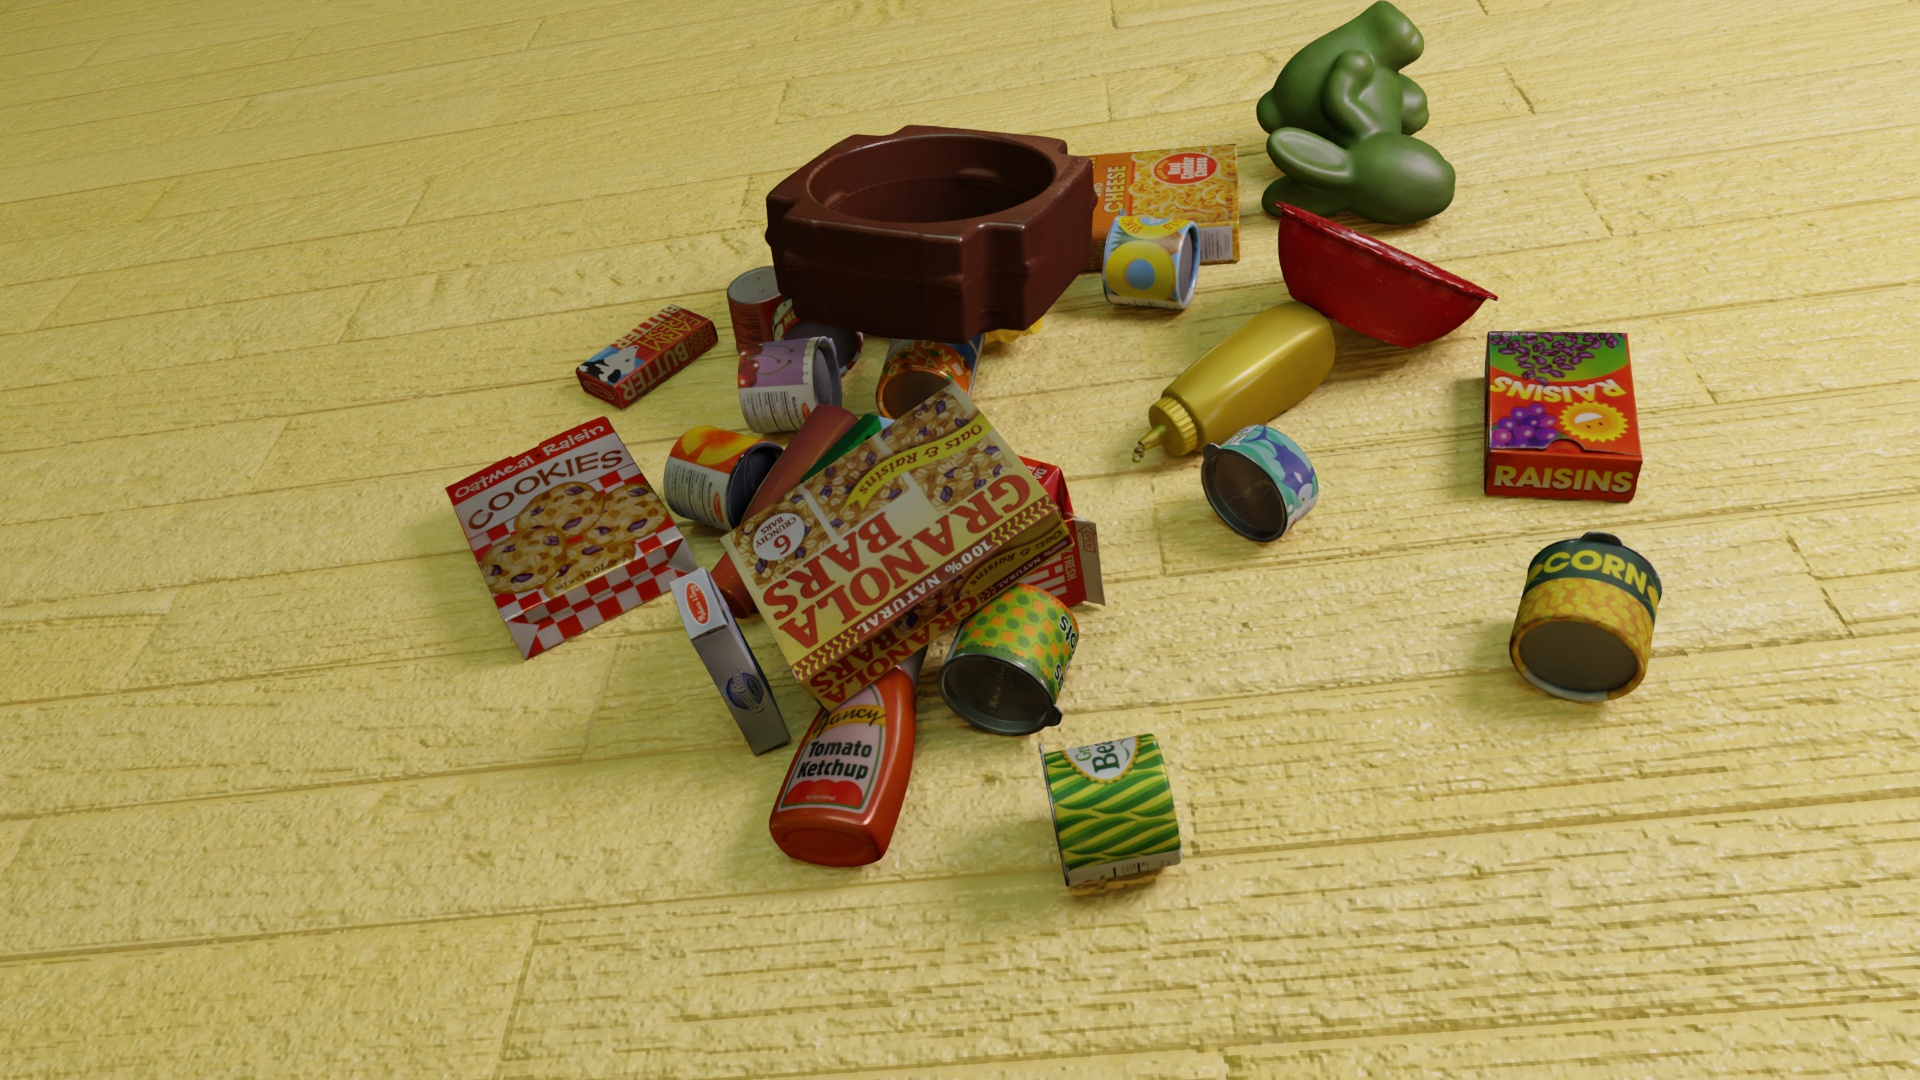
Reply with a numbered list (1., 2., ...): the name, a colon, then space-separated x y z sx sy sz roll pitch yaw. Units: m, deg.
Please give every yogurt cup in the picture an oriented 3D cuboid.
1. yogurt cup: -0.149 -0.179 1.087 0.072 0.053 0.073 -8 42 7

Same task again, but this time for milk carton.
1. milk carton: 0.003 -0.011 0.853 0.191 0.072 0.074 18 51 30

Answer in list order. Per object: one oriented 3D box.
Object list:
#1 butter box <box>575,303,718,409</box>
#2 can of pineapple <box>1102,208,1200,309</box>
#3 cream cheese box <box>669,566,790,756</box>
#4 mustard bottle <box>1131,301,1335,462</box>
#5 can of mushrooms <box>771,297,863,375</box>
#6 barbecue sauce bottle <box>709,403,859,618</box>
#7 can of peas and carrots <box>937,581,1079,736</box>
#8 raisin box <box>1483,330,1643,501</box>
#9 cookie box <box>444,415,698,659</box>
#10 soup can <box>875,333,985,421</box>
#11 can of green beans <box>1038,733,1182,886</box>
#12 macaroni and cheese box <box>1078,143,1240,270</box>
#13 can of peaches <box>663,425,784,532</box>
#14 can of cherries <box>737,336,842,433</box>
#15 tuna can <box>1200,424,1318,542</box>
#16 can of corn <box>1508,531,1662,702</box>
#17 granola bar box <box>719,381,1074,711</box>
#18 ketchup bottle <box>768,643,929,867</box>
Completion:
1. butter box: -0.247 -0.147 1.099 0.053 0.024 0.104 25 54 35
2. can of pineapple: 0.143 -0.210 1.038 0.058 0.070 0.071 9 46 22
3. cream cheese box: -0.128 0.068 0.776 0.024 0.103 0.053 -25 42 -7
4. mustard bottle: 0.173 -0.097 0.914 0.161 0.065 0.049 -32 49 -15
5. can of mushrooms: -0.107 -0.155 1.039 0.071 0.070 0.033 -14 44 -2
6. barbecue sauce bottle: -0.111 -0.017 0.899 0.044 0.064 0.149 18 58 25
7. can of peas and carrots: 0.030 0.066 0.769 0.071 0.070 0.059 6 45 20
8. raisin box: 0.372 -0.080 0.864 0.086 0.039 0.124 4 45 17
9. cookie box: -0.266 -0.009 0.940 0.123 0.040 0.168 -27 44 -15
10. soup can: -0.023 -0.124 0.985 0.071 0.071 0.084 -1 43 13
11. can of green beans: 0.074 0.132 0.685 0.058 0.071 0.071 -11 42 1
12. macaroni and cheese box: 0.141 -0.268 1.125 0.166 0.040 0.124 -1 43 12
13. can of peaches: -0.155 -0.041 0.931 0.058 0.071 0.071 16 49 29
14. can of cherries: -0.122 -0.113 1.001 0.058 0.071 0.072 -4 43 12
15. tuna can: 0.179 -0.037 0.841 0.033 0.070 0.071 -36 47 -26
16. can of corn: 0.324 0.040 0.721 0.071 0.070 0.058 12 48 25
17. granola bar box: -0.038 0.001 0.781 0.166 0.039 0.124 -34 50 -3
18. ketchup bottle: -0.053 0.106 0.762 0.064 0.043 0.150 -2 42 20
